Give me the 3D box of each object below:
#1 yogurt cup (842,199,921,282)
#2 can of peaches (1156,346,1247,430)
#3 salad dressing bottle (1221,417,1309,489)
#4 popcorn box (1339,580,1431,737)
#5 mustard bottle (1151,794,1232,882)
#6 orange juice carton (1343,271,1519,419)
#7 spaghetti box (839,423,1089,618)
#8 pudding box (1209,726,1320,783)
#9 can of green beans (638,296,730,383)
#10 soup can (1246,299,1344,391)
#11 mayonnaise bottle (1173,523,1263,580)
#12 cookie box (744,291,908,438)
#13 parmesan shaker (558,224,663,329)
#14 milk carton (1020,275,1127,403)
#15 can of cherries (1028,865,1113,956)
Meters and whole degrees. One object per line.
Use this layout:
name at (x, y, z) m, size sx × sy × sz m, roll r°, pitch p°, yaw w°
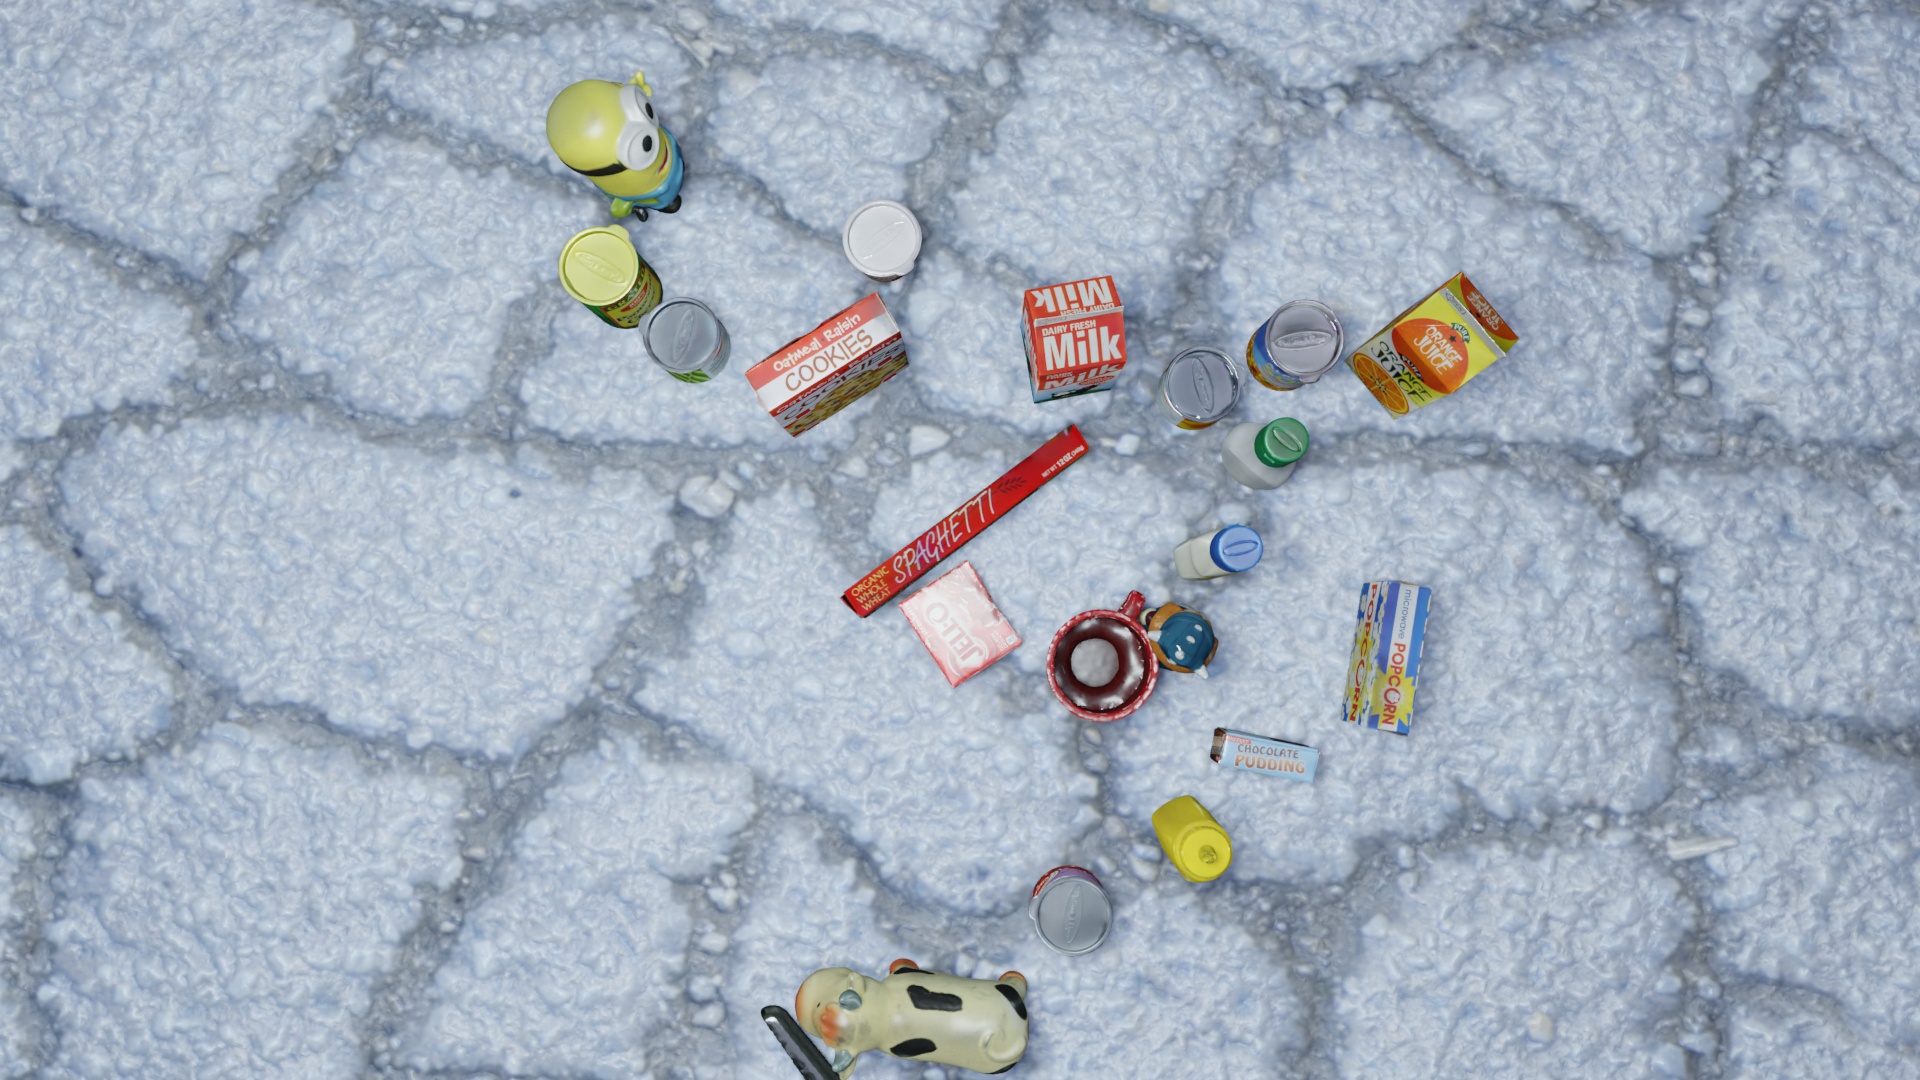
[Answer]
yogurt cup at (-0.067, -0.260, 1.221) m, size 0.072 × 0.054 × 0.072 m, roll 0°, pitch 87°, yaw 0°
can of peaches at (0.209, -0.132, 1.210) m, size 0.071 × 0.058 × 0.071 m, roll 0°, pitch 87°, yaw 0°
salad dressing bottle at (0.256, -0.075, 1.162) m, size 0.064 × 0.147 × 0.044 m, roll 41°, pitch 88°, yaw 2°
popcorn box at (0.361, 0.098, 1.182) m, size 0.038 × 0.085 × 0.126 m, roll 10°, pitch 87°, yaw 1°
mustard bottle at (0.194, 0.248, 1.135) m, size 0.049 × 0.160 × 0.065 m, roll -29°, pitch 87°, yaw -1°
orange juice carton at (0.390, -0.161, 1.145) m, size 0.073 × 0.192 × 0.072 m, roll -39°, pitch 88°, yaw -2°
spaghetti box at (0.004, -0.015, 1.207) m, size 0.250 × 0.050 × 0.028 m, roll -37°, pitch 87°, yaw -2°
pudding box at (0.261, 0.184, 1.194) m, size 0.084 × 0.049 × 0.030 m, roll 11°, pitch 87°, yaw 1°
can of green beans at (-0.238, -0.174, 1.213) m, size 0.071 × 0.058 × 0.071 m, roll 0°, pitch 87°, yaw 0°
soup can at (0.287, -0.164, 1.199) m, size 0.071 × 0.083 × 0.071 m, roll 0°, pitch 87°, yaw 0°
mayonnaise bottle at (0.218, 0.010, 1.156) m, size 0.065 × 0.148 × 0.041 m, roll -14°, pitch 87°, yaw -1°
cookie box at (-0.108, -0.143, 1.156) m, size 0.123 × 0.167 × 0.040 m, roll -33°, pitch 87°, yaw -2°
parmesan shaker at (-0.296, -0.226, 1.194) m, size 0.071 × 0.103 × 0.071 m, roll 0°, pitch 87°, yaw 0°
milk carton at (0.092, -0.167, 1.146) m, size 0.072 × 0.190 × 0.073 m, roll -10°, pitch 87°, yaw 0°
can of cherries at (0.092, 0.312, 1.182) m, size 0.071 × 0.058 × 0.071 m, roll 0°, pitch 87°, yaw 0°
